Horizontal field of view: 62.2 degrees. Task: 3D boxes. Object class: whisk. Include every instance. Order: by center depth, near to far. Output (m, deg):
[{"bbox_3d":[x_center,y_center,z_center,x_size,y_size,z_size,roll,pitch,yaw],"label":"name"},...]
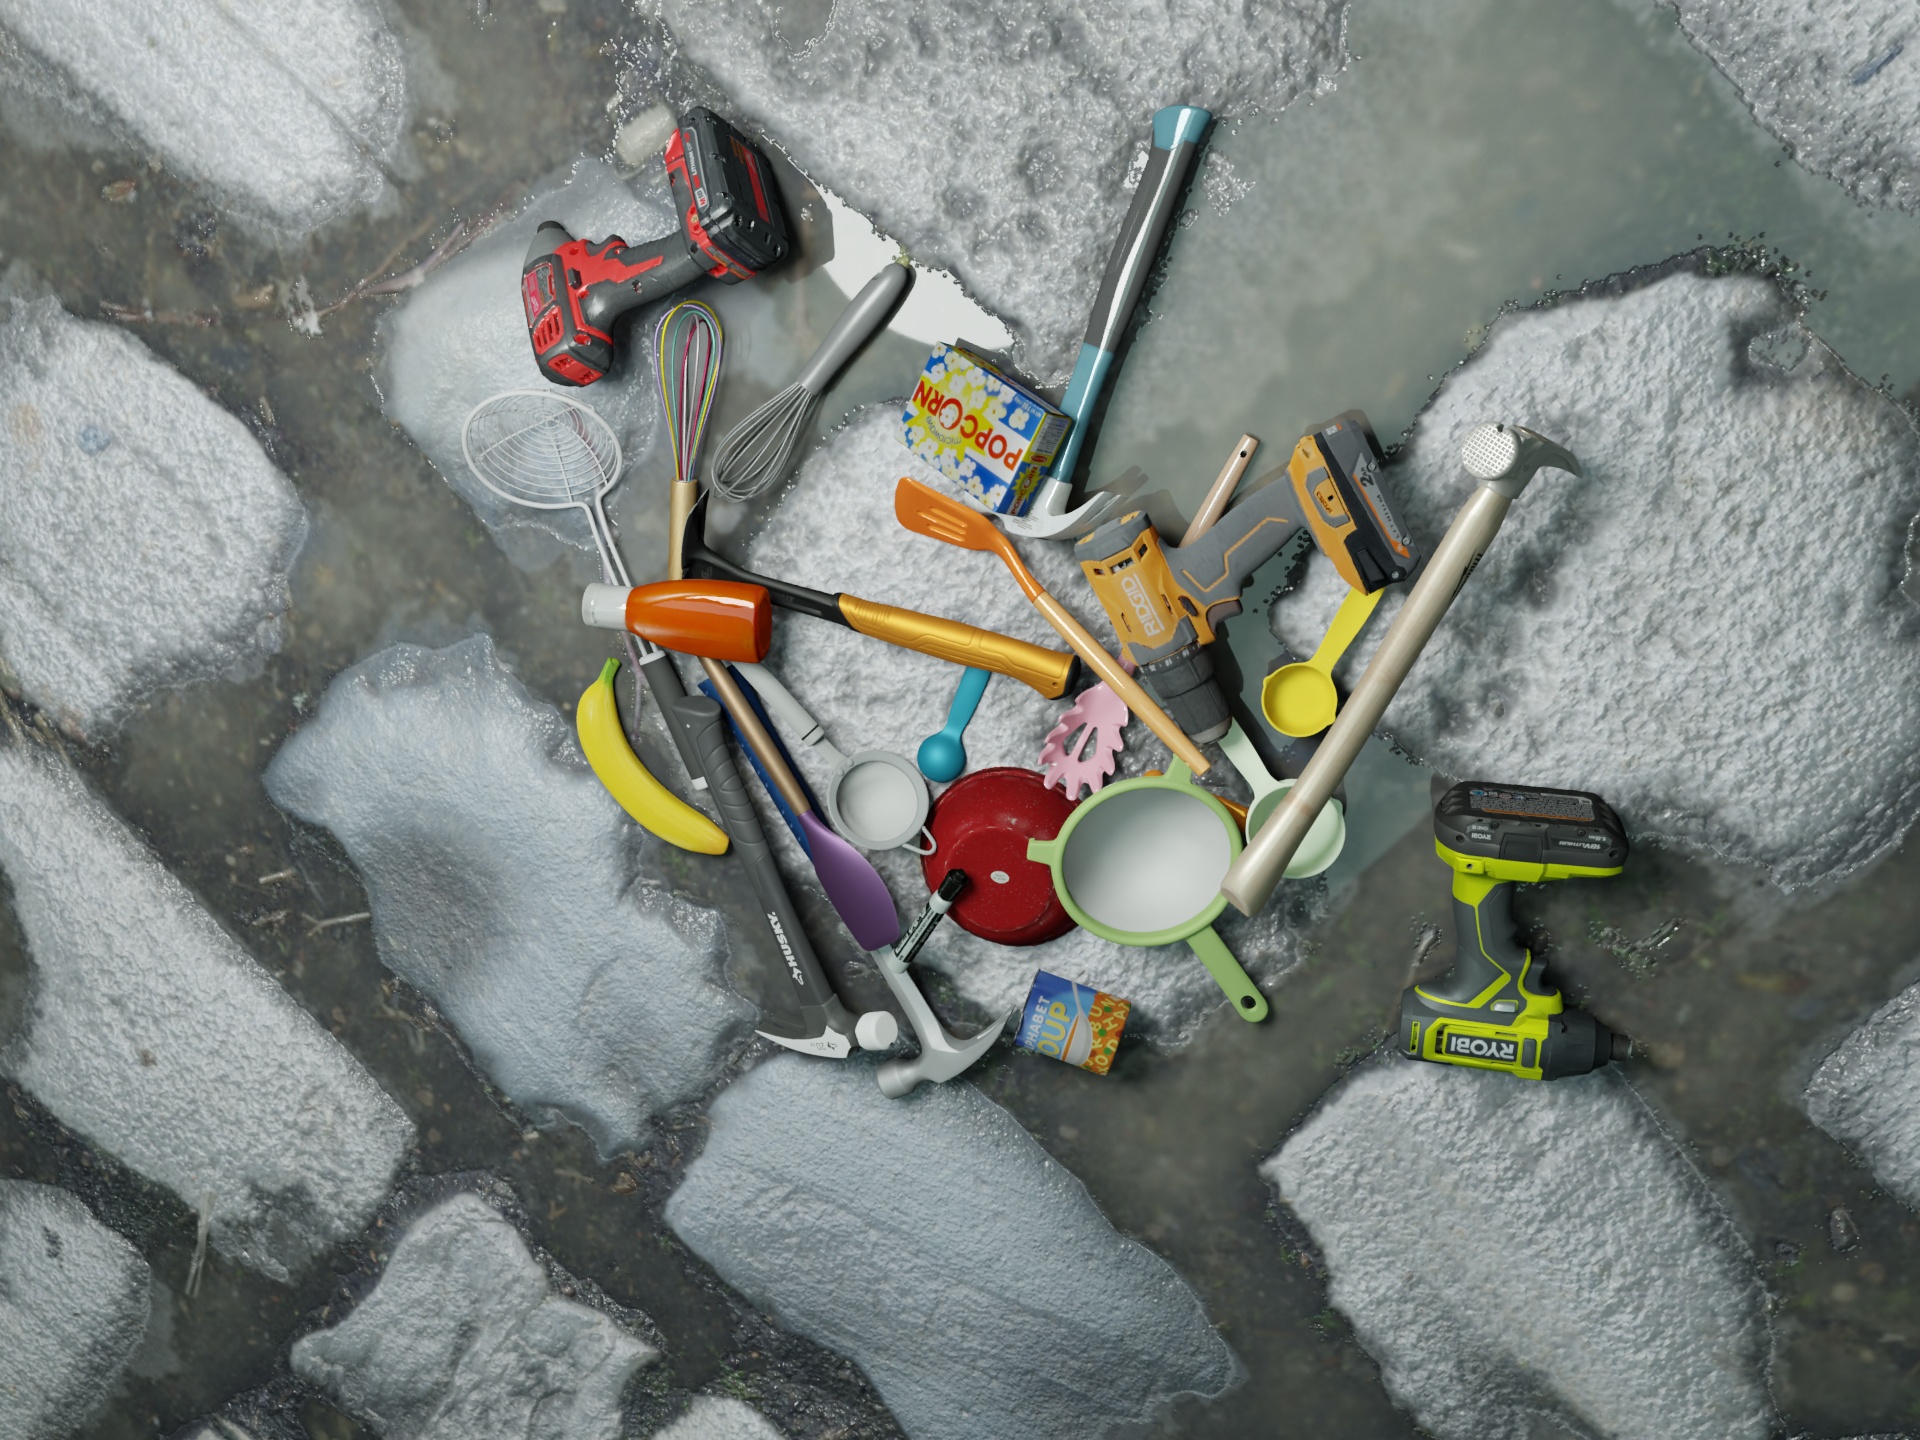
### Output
[{"bbox_3d":[-0.121,-0.265,1.256,0.055,0.055,0.239,42,108,0],"label":"whisk"},{"bbox_3d":[-0.221,-0.218,1.300,0.051,0.047,0.244,16,114,23],"label":"whisk"}]

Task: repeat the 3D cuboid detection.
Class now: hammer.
[{"bbox_3d":[0.311,-0.026,1.164,0.038,0.146,0.410,41,117,30],"label":"hammer"},{"bbox_3d":[0.107,-0.290,1.179,0.128,0.033,0.331,31,108,35],"label":"hammer"},{"bbox_3d":[-0.066,-0.087,1.275,0.337,0.034,0.127,17,135,9],"label":"hammer"},{"bbox_3d":[-0.170,0.134,1.356,0.146,0.035,0.334,-13,103,42],"label":"hammer"},{"bbox_3d":[-0.100,0.131,1.365,0.144,0.035,0.405,-27,97,23],"label":"hammer"}]

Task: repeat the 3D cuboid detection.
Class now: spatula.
[{"bbox_3d":[0.071,-0.072,1.226,0.041,0.081,0.323,-40,78,-16],"label":"spatula"},{"bbox_3d":[-0.142,0.054,1.324,0.060,0.018,0.316,-29,95,33],"label":"spatula"}]

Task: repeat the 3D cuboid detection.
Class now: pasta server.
[{"bbox_3d":[0.150,-0.079,1.241,0.060,0.040,0.316,27,109,-2],"label":"pasta server"}]

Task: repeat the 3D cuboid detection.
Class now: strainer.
[{"bbox_3d":[0.176,0.140,1.291,0.151,0.069,0.256,-32,112,12],"label":"strainer"},{"bbox_3d":[-0.116,0.018,1.321,0.258,0.087,0.050,48,155,-3],"label":"strainer"}]

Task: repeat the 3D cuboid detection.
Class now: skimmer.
[{"bbox_3d":[-0.293,-0.102,1.323,0.127,0.090,0.363,-18,100,18],"label":"skimmer"}]

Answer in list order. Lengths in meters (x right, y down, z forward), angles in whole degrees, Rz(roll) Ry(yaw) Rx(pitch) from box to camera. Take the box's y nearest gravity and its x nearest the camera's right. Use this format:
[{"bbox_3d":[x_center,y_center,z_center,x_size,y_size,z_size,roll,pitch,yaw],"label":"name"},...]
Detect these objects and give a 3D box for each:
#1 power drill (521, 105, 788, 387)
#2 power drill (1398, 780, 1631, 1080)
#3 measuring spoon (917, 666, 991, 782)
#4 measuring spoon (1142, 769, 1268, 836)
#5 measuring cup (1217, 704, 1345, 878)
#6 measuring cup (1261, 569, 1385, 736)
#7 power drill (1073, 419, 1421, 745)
[{"bbox_3d":[-0.249,-0.367,1.231,0.219,0.078,0.143,-25,66,24],"label":"power drill"},{"bbox_3d":[0.433,0.167,1.218,0.171,0.080,0.223,5,110,14],"label":"power drill"},{"bbox_3d":[-0.002,-0.004,1.310,0.042,0.021,0.128,25,109,7],"label":"measuring spoon"},{"bbox_3d":[0.201,0.069,1.283,0.117,0.011,0.021,23,110,6],"label":"measuring spoon"},{"bbox_3d":[0.237,0.046,1.252,0.083,0.038,0.167,-34,91,13],"label":"measuring cup"},{"bbox_3d":[0.287,-0.059,1.222,0.062,0.029,0.156,32,99,9],"label":"measuring cup"},{"bbox_3d":[0.221,-0.098,1.178,0.226,0.084,0.185,-25,101,15],"label":"power drill"}]
